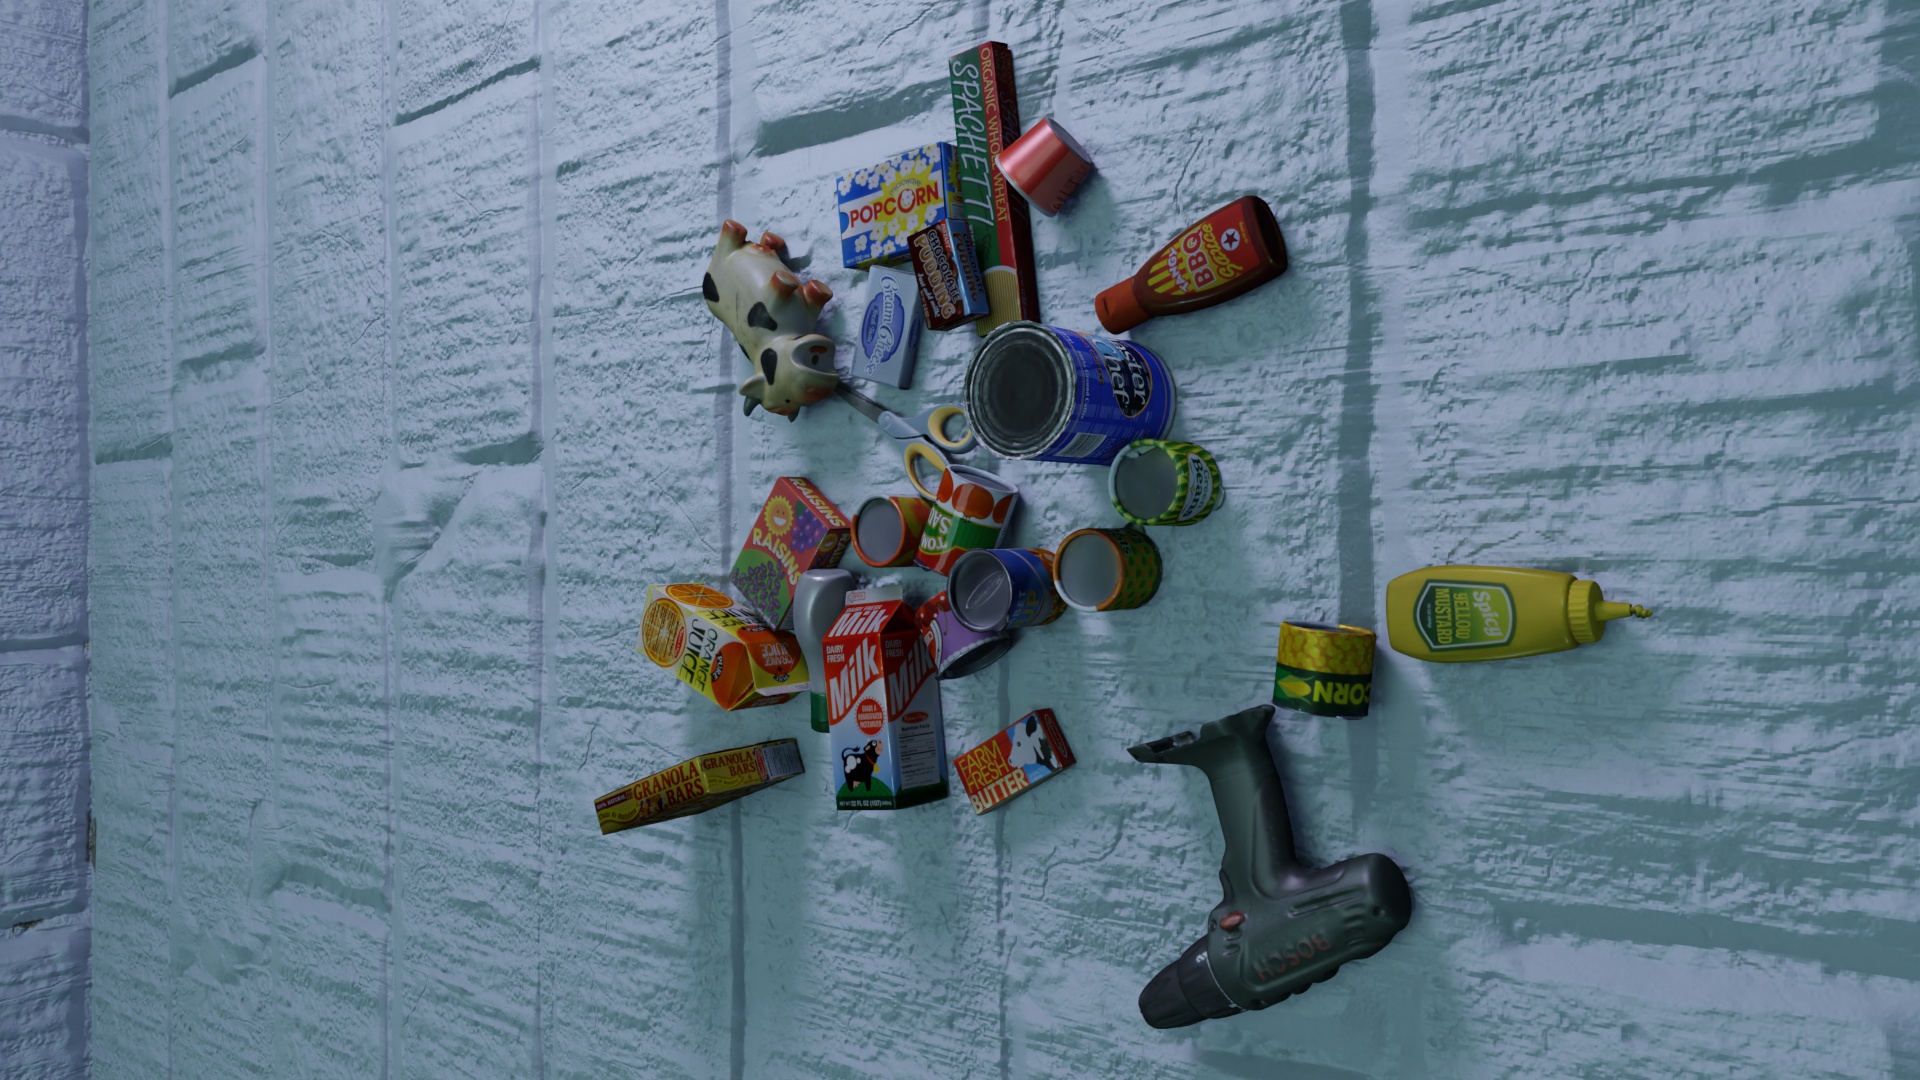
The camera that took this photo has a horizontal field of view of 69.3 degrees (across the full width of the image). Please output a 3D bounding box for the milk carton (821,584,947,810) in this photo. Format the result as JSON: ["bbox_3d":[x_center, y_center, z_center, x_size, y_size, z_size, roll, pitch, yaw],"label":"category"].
[{"bbox_3d":[-0.068,0.136,1.220,0.072,0.073,0.190,-9,84,39],"label":"milk carton"}]

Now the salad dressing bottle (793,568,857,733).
[{"bbox_3d":[-0.121,0.101,1.274,0.044,0.064,0.147,8,103,46],"label":"salad dressing bottle"}]

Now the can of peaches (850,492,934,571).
[{"bbox_3d":[-0.053,-0.007,1.220,0.071,0.058,0.071,-1,89,39],"label":"can of peaches"}]

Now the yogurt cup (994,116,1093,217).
[{"bbox_3d":[0.070,-0.303,1.121,0.053,0.072,0.072,-43,65,22],"label":"yogurt cup"}]

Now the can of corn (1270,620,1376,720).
[{"bbox_3d":[0.254,0.089,0.966,0.071,0.071,0.058,8,95,38],"label":"can of corn"}]

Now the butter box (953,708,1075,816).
[{"bbox_3d":[0.043,0.186,1.162,0.103,0.024,0.053,-36,69,33],"label":"butter box"}]

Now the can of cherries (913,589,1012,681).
[{"bbox_3d":[-0.001,0.077,1.169,0.071,0.071,0.058,-41,66,31],"label":"can of cherries"}]

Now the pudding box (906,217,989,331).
[{"bbox_3d":[-0.010,-0.222,1.161,0.049,0.030,0.083,-14,88,39],"label":"pudding box"}]

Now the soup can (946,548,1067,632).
[{"bbox_3d":[0.041,0.041,1.127,0.071,0.084,0.071,0,90,39],"label":"soup can"}]

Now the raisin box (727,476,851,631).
[{"bbox_3d":[-0.161,0.012,1.318,0.086,0.040,0.123,44,117,31],"label":"raisin box"}]

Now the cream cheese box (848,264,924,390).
[{"bbox_3d":[-0.063,-0.191,1.243,0.053,0.024,0.103,16,100,23],"label":"cream cheese box"}]

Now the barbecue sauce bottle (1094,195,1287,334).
[{"bbox_3d":[0.171,-0.201,1.051,0.148,0.044,0.065,-23,76,37],"label":"barbecue sauce bottle"}]

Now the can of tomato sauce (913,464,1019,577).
[{"bbox_3d":[0.004,-0.015,1.166,0.071,0.071,0.083,29,107,35],"label":"can of tomato sauce"}]

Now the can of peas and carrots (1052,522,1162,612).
[{"bbox_3d":[0.115,0.020,1.084,0.071,0.059,0.071,0,90,38],"label":"can of peas and carrots"}]

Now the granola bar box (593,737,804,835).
[{"bbox_3d":[-0.252,0.236,1.334,0.165,0.124,0.039,-26,76,35],"label":"granola bar box"}]

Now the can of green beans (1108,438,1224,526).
[{"bbox_3d":[0.154,-0.044,1.054,0.071,0.058,0.071,0,90,39],"label":"can of green beans"}]

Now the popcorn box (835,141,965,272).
[{"bbox_3d":[-0.050,-0.294,1.231,0.126,0.038,0.085,-8,86,38],"label":"popcorn box"}]

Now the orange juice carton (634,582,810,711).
[{"bbox_3d":[-0.225,0.108,1.347,0.193,0.072,0.073,25,106,36],"label":"orange juice carton"}]

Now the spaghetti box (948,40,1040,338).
[{"bbox_3d":[0.028,-0.296,1.175,0.050,0.029,0.250,-10,84,38],"label":"spaghetti box"}]

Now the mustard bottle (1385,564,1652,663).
[{"bbox_3d":[0.358,0.046,0.896,0.160,0.049,0.065,-5,88,39],"label":"mustard bottle"}]
